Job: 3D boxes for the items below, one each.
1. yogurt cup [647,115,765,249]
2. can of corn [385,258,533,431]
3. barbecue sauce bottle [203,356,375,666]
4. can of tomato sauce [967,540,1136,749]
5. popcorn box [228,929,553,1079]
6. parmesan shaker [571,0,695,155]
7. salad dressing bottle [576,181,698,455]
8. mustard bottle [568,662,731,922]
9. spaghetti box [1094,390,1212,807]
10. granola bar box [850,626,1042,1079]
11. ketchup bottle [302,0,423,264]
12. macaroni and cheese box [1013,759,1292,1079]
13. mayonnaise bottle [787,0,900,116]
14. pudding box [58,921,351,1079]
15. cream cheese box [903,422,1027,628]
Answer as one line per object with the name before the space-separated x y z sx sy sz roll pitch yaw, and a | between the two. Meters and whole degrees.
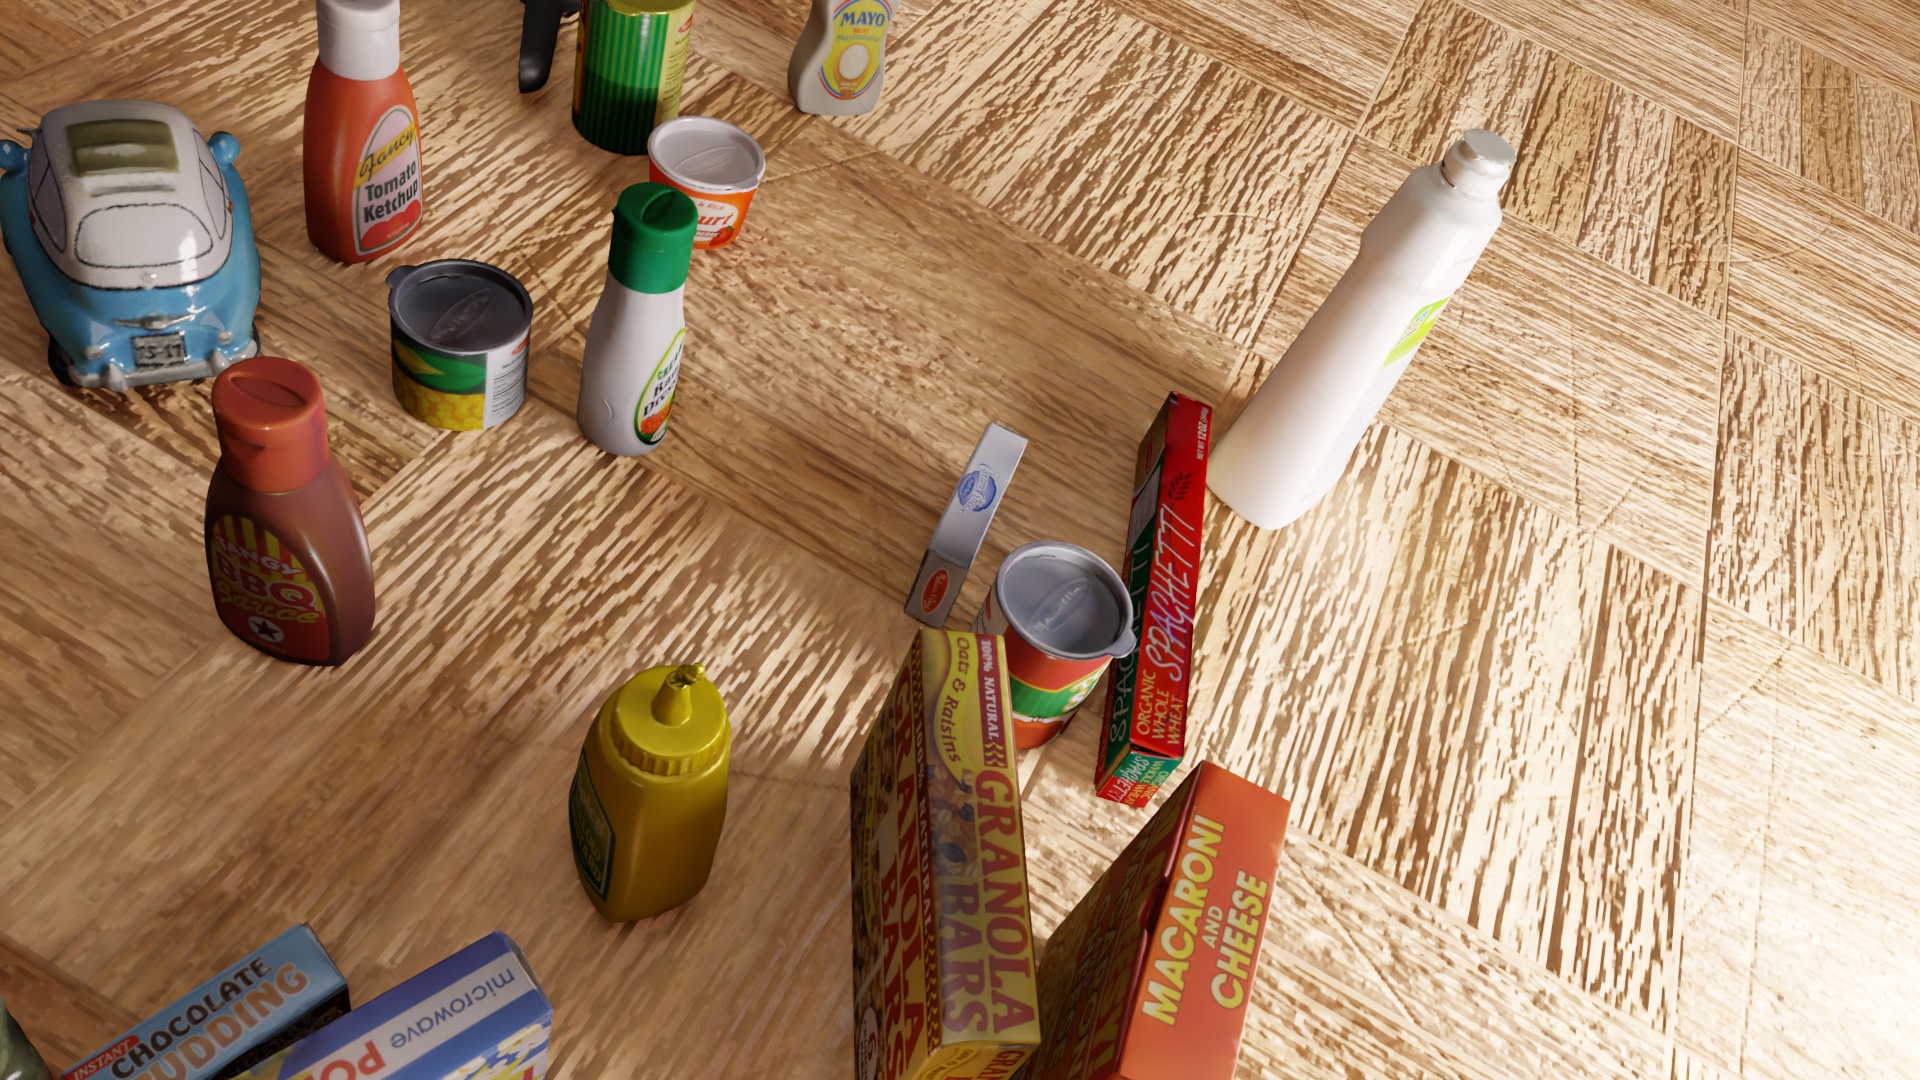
yogurt cup | -0.154 -0.211 0.826 0.072 0.053 0.073 11 49 -12
can of corn | -0.251 -0.098 0.693 0.071 0.058 0.071 11 49 -12
barbecue sauce bottle | -0.269 -0.009 0.552 0.065 0.147 0.044 23 48 -2
can of tomato sauce | 0.038 0.052 0.660 0.071 0.082 0.071 11 49 -12
popcorn box | -0.200 0.190 0.455 0.127 0.084 0.038 -26 65 -35
parmesan shaker | -0.201 -0.294 0.844 0.071 0.102 0.072 11 49 -12
salad dressing bottle | -0.156 -0.104 0.674 0.044 0.146 0.064 24 48 0
mustard bottle | -0.116 0.088 0.521 0.049 0.159 0.065 -13 58 -29
spaghetti box | 0.104 0.023 0.732 0.029 0.049 0.251 18 48 -6
granola bar box | -0.011 0.136 0.545 0.039 0.123 0.166 8 50 -15
ketchup bottle | -0.305 -0.214 0.708 0.043 0.148 0.065 32 48 6
macaroni and cheese box | 0.057 0.174 0.511 0.040 0.165 0.124 26 48 1
mayonnaise bottle | -0.070 -0.349 0.909 0.065 0.147 0.041 -8 56 -26
pudding box | -0.253 0.173 0.473 0.030 0.049 0.084 44 51 17
cream cheese box | 0.003 -0.009 0.718 0.024 0.053 0.104 25 48 0
